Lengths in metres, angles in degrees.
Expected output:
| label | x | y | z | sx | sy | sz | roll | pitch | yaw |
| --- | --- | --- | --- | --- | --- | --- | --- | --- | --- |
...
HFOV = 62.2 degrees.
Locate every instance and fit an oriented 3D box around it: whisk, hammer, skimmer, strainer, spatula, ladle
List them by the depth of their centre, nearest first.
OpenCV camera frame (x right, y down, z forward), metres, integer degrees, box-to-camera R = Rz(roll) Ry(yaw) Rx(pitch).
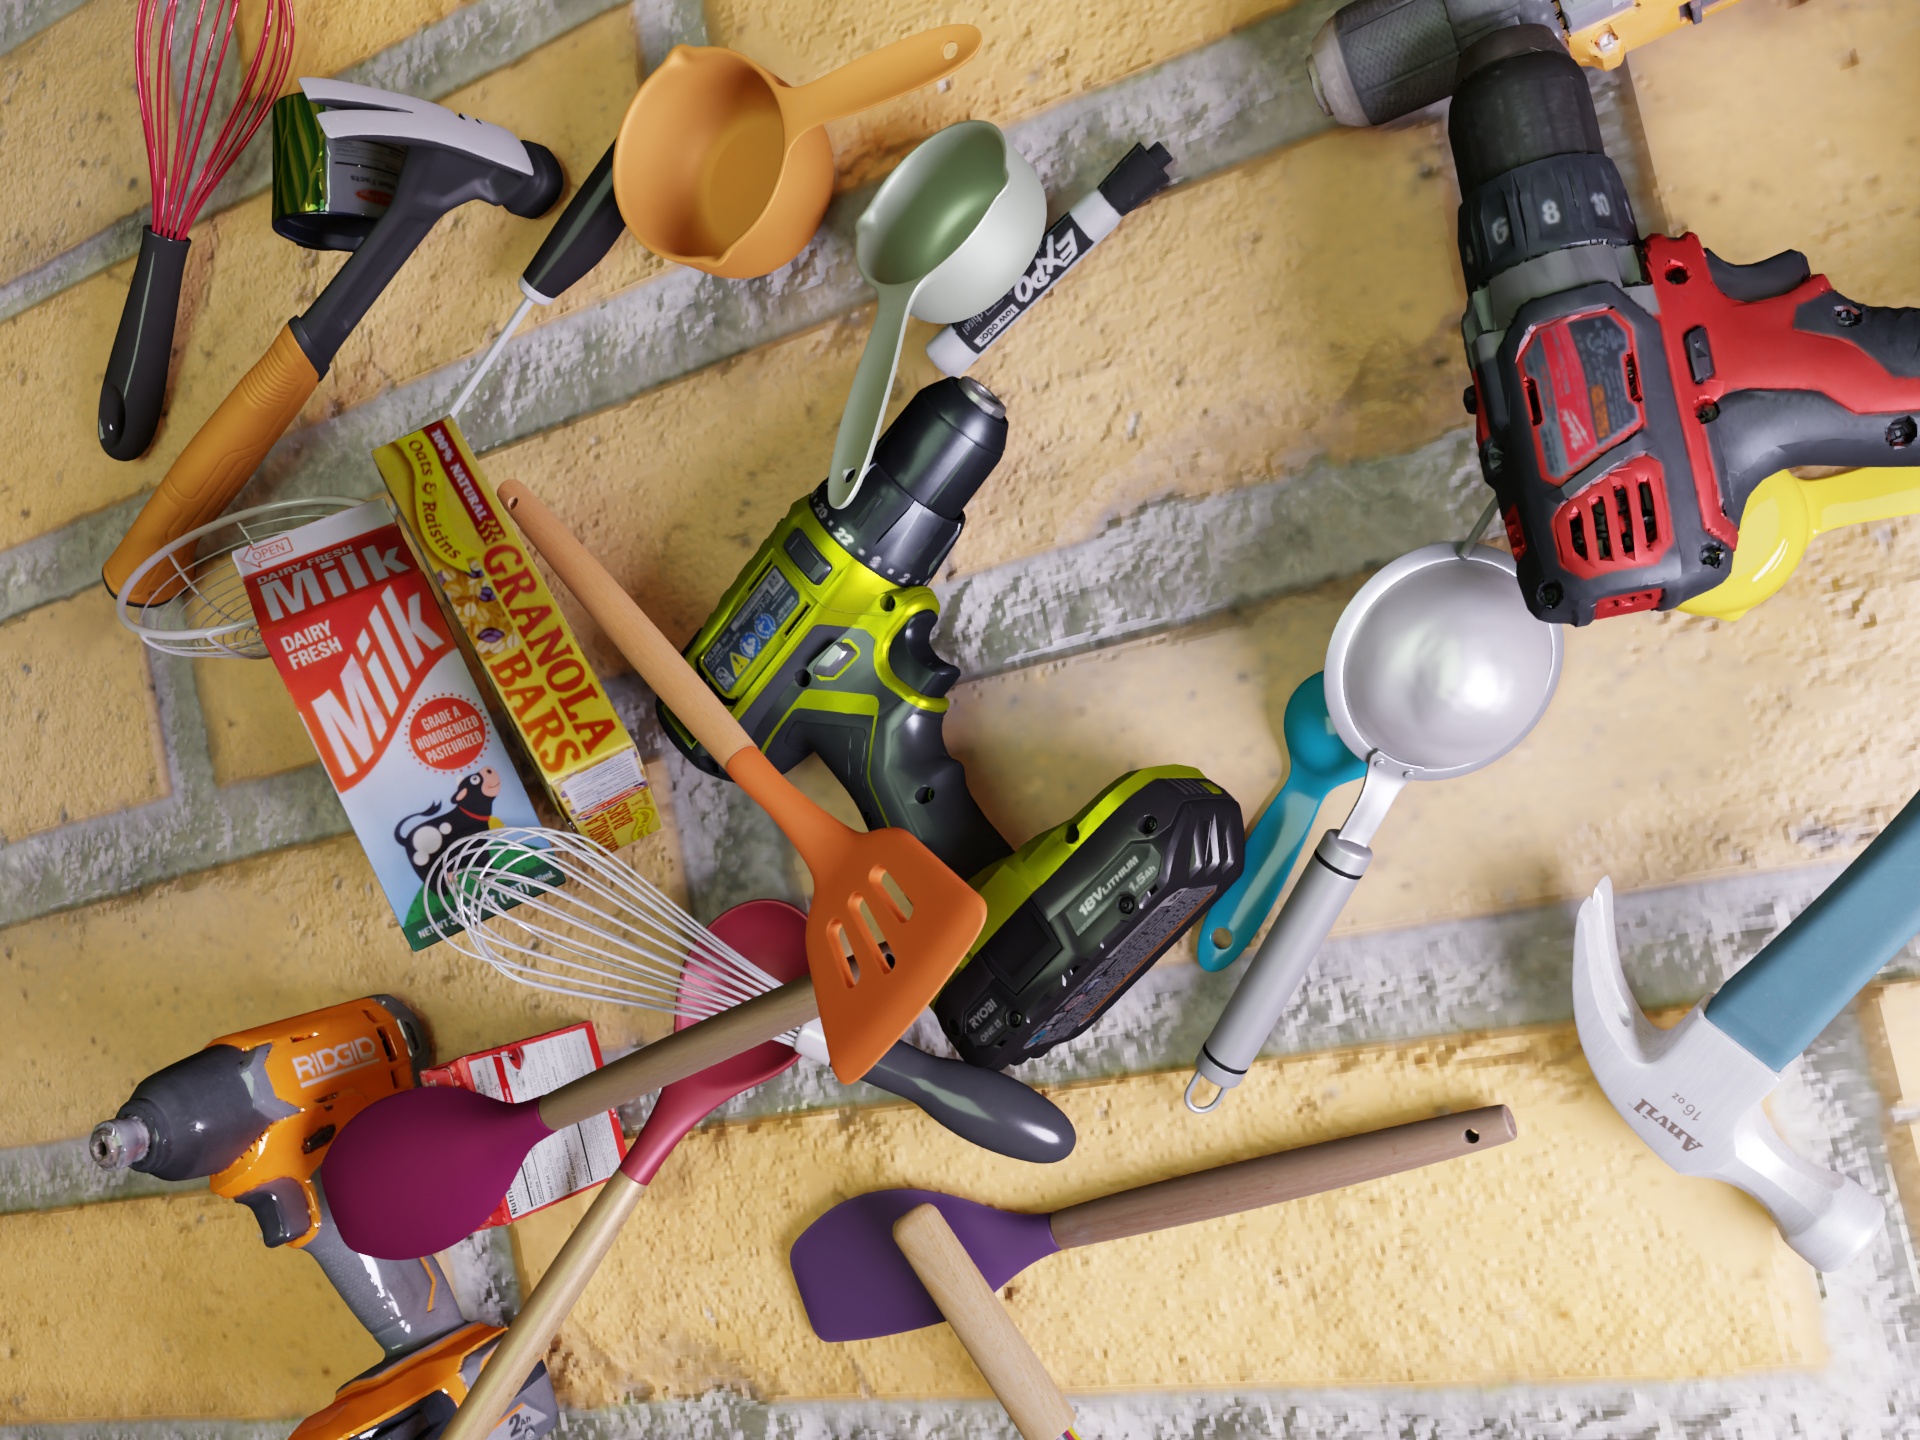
| label | x | y | z | sx | sy | sz | roll | pitch | yaw |
| --- | --- | --- | --- | --- | --- | --- | --- | --- | --- |
| hammer | 0.291 | 0.015 | 0.439 | 0.128 | 0.033 | 0.330 | 39 | 127 | 19 |
| strainer | 0.141 | 0.042 | 0.560 | 0.086 | 0.050 | 0.258 | 19 | 112 | -14 |
| whisk | 0.046 | 0.296 | 0.610 | 0.047 | 0.051 | 0.245 | -43 | 75 | 28 |
| spatula | -0.103 | -0.002 | 0.613 | 0.323 | 0.041 | 0.081 | 45 | 104 | 28 |
| spatula | 0.060 | 0.192 | 0.622 | 0.316 | 0.018 | 0.060 | -22 | 84 | 26 |
| whisk | -0.085 | 0.112 | 0.643 | 0.284 | 0.070 | 0.070 | 23 | 102 | 5 |
| ladle | -0.152 | 0.215 | 0.667 | 0.069 | 0.031 | 0.315 | 30 | 81 | 18 |
| skimmer | -0.255 | -0.167 | 0.733 | 0.363 | 0.090 | 0.127 | -48 | 33 | 16 |
| hammer | -0.334 | -0.164 | 0.767 | 0.337 | 0.127 | 0.034 | -40 | 72 | 28 |
| whisk | -0.409 | -0.272 | 0.829 | 0.073 | 0.073 | 0.295 | 32 | 110 | 22 |

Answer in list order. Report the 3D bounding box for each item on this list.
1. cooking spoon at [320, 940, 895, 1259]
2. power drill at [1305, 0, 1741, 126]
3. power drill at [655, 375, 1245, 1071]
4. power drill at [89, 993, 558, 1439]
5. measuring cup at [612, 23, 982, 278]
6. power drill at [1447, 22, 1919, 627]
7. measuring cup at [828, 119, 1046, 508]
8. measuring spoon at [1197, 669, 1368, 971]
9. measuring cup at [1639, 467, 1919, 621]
| label | x | y | z | sx | sy | sz | roll | pitch | yaw |
| --- | --- | --- | --- | --- | --- | --- | --- | --- | --- |
| cooking spoon | -0.142 | 0.145 | 0.625 | 0.319 | 0.017 | 0.069 | -27 | 81 | 23 |
| power drill | 0.182 | -0.323 | 0.521 | 0.185 | 0.084 | 0.226 | -18 | 88 | 27 |
| power drill | -0.001 | -0.002 | 0.614 | 0.190 | 0.080 | 0.229 | -49 | 66 | 20 |
| power drill | -0.287 | 0.245 | 0.717 | 0.084 | 0.164 | 0.226 | -28 | 81 | 24 |
| measuring cup | -0.060 | -0.241 | 0.657 | 0.173 | 0.052 | 0.095 | -13 | 85 | 24 |
| power drill | 0.260 | -0.138 | 0.466 | 0.227 | 0.080 | 0.188 | -12 | 82 | 19 |
| measuring cup | -0.013 | -0.150 | 0.612 | 0.083 | 0.038 | 0.168 | 2 | 70 | 44 |
| measuring spoon | 0.118 | 0.040 | 0.588 | 0.042 | 0.021 | 0.128 | 31 | 104 | 23 |
| measuring cup | 0.288 | -0.073 | 0.496 | 0.156 | 0.029 | 0.062 | -13 | 85 | 28 |
